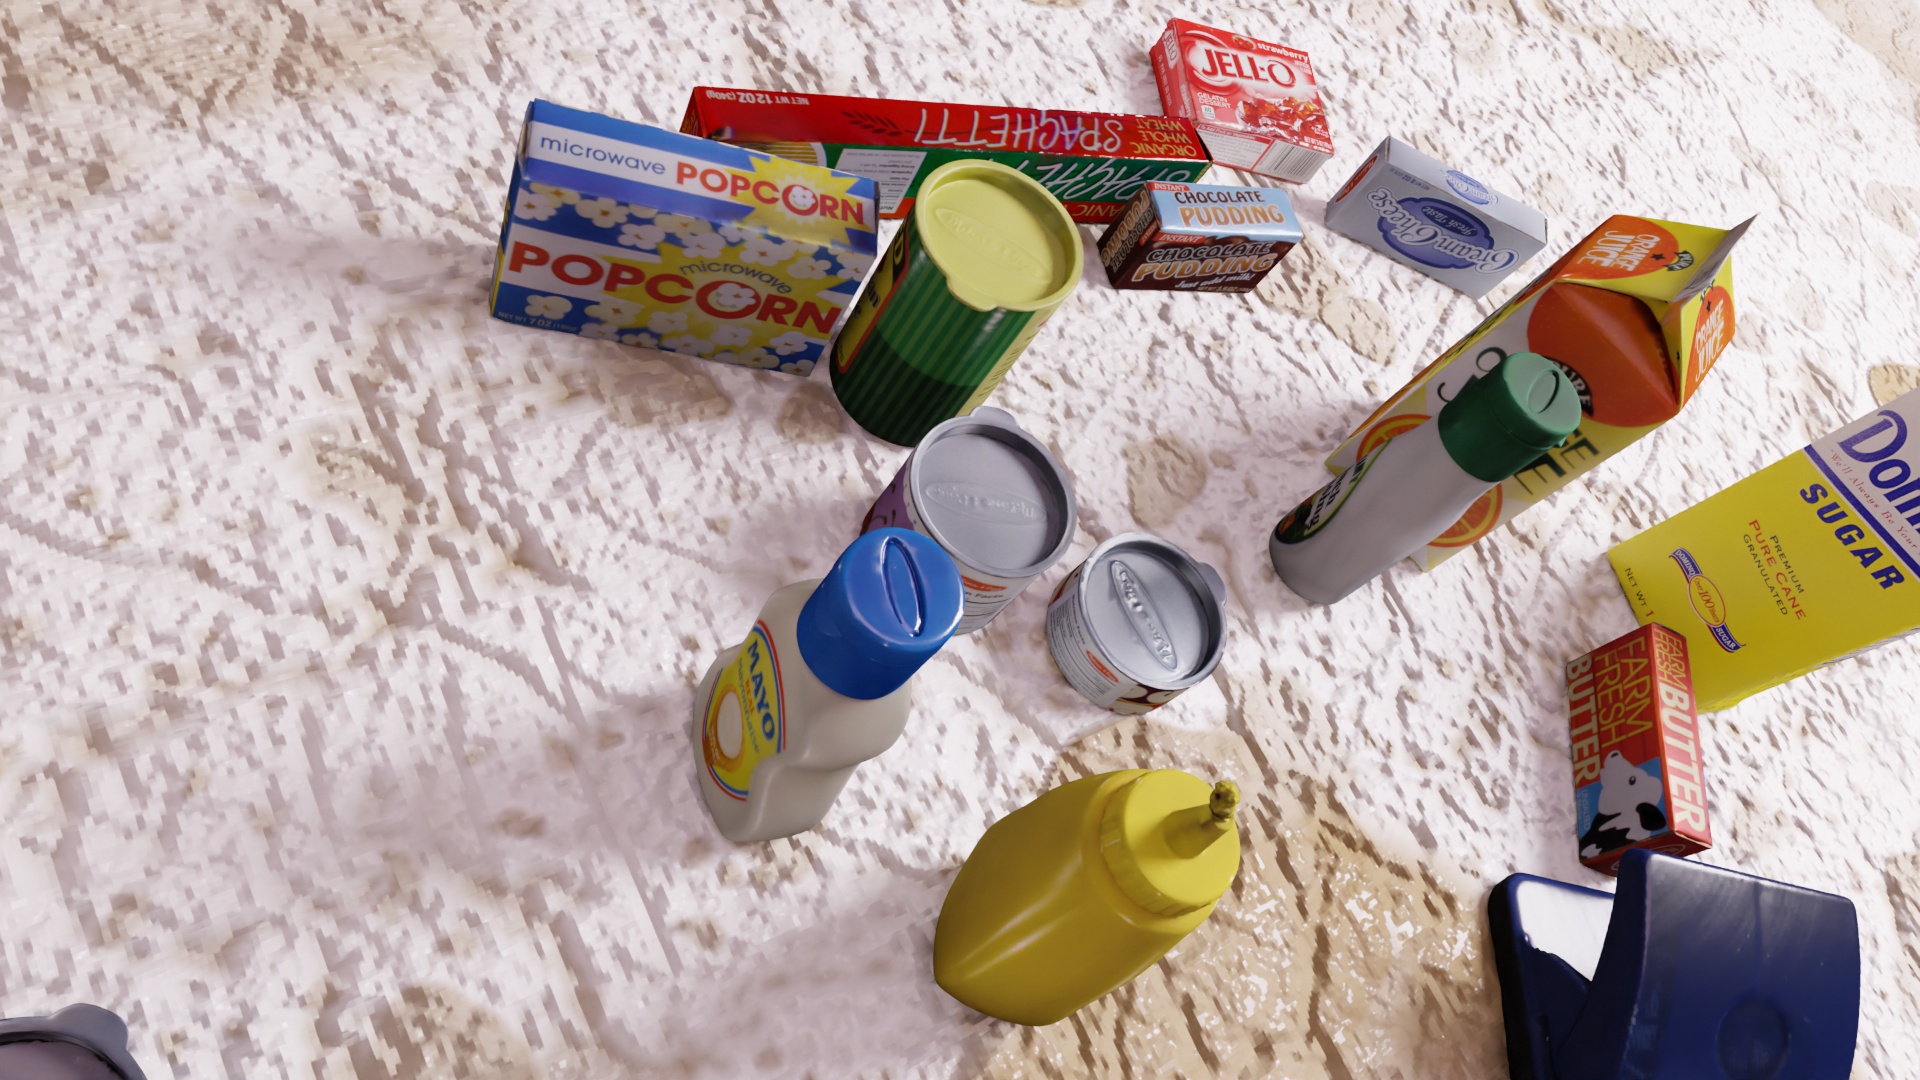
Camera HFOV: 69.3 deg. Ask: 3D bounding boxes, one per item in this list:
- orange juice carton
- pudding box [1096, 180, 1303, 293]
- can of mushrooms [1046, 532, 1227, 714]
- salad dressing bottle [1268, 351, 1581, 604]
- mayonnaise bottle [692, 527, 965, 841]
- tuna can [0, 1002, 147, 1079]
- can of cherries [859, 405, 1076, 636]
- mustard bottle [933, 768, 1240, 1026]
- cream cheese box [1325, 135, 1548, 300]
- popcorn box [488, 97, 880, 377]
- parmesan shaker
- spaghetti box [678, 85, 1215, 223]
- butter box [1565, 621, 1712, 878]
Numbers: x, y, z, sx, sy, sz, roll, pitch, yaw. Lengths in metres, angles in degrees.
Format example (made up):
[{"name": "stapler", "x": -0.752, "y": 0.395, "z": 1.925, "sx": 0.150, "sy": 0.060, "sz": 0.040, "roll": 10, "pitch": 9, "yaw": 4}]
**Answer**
[{"name": "orange juice carton", "x": 0.253, "y": -0.069, "z": 0.596, "sx": 0.073, "sy": 0.191, "sz": 0.072, "roll": 48, "pitch": 54, "yaw": 5}, {"name": "pudding box", "x": 0.114, "y": -0.143, "z": 0.658, "sx": 0.084, "sy": 0.049, "sz": 0.030, "roll": -4, "pitch": 66, "yaw": -27}, {"name": "can of mushrooms", "x": 0.071, "y": 0.033, "z": 0.551, "sx": 0.071, "sy": 0.033, "sz": 0.071, "roll": 11, "pitch": 59, "yaw": -20}, {"name": "salad dressing bottle", "x": 0.185, "y": -0.023, "z": 0.566, "sx": 0.044, "sy": 0.147, "sz": 0.064, "roll": 44, "pitch": 54, "yaw": 2}, {"name": "mayonnaise bottle", "x": -0.044, "y": 0.043, "z": 0.419, "sx": 0.041, "sy": 0.147, "sz": 0.065, "roll": -3, "pitch": 65, "yaw": -27}, {"name": "tuna can", "x": -0.232, "y": 0.151, "z": 0.340, "sx": 0.071, "sy": 0.032, "sz": 0.071, "roll": 11, "pitch": 59, "yaw": -20}, {"name": "can of cherries", "x": 0.002, "y": -0.007, "z": 0.524, "sx": 0.071, "sy": 0.058, "sz": 0.072, "roll": 12, "pitch": 59, "yaw": -20}, {"name": "mustard bottle", "x": 0.042, "y": 0.104, "z": 0.420, "sx": 0.049, "sy": 0.159, "sz": 0.065, "roll": 27, "pitch": 55, "yaw": -11}, {"name": "cream cheese box", "x": 0.252, "y": -0.170, "z": 0.737, "sx": 0.104, "sy": 0.053, "sz": 0.024, "roll": 21, "pitch": 57, "yaw": -14}, {"name": "popcorn box", "x": -0.103, "y": -0.107, "z": 0.512, "sx": 0.127, "sy": 0.084, "sz": 0.038, "roll": 8, "pitch": 61, "yaw": -22}, {"name": "parmesan shaker", "x": -0.006, "y": -0.086, "z": 0.536, "sx": 0.071, "sy": 0.102, "sz": 0.071, "roll": 12, "pitch": 59, "yaw": -20}, {"name": "spaghetti box", "x": -0.002, "y": -0.167, "z": 0.615, "sx": 0.251, "sy": 0.050, "sz": 0.029, "roll": -6, "pitch": 67, "yaw": -28}, {"name": "butter box", "x": 0.299, "y": 0.092, "z": 0.616, "sx": 0.024, "sy": 0.053, "sz": 0.104, "roll": 21, "pitch": 56, "yaw": -14}]
